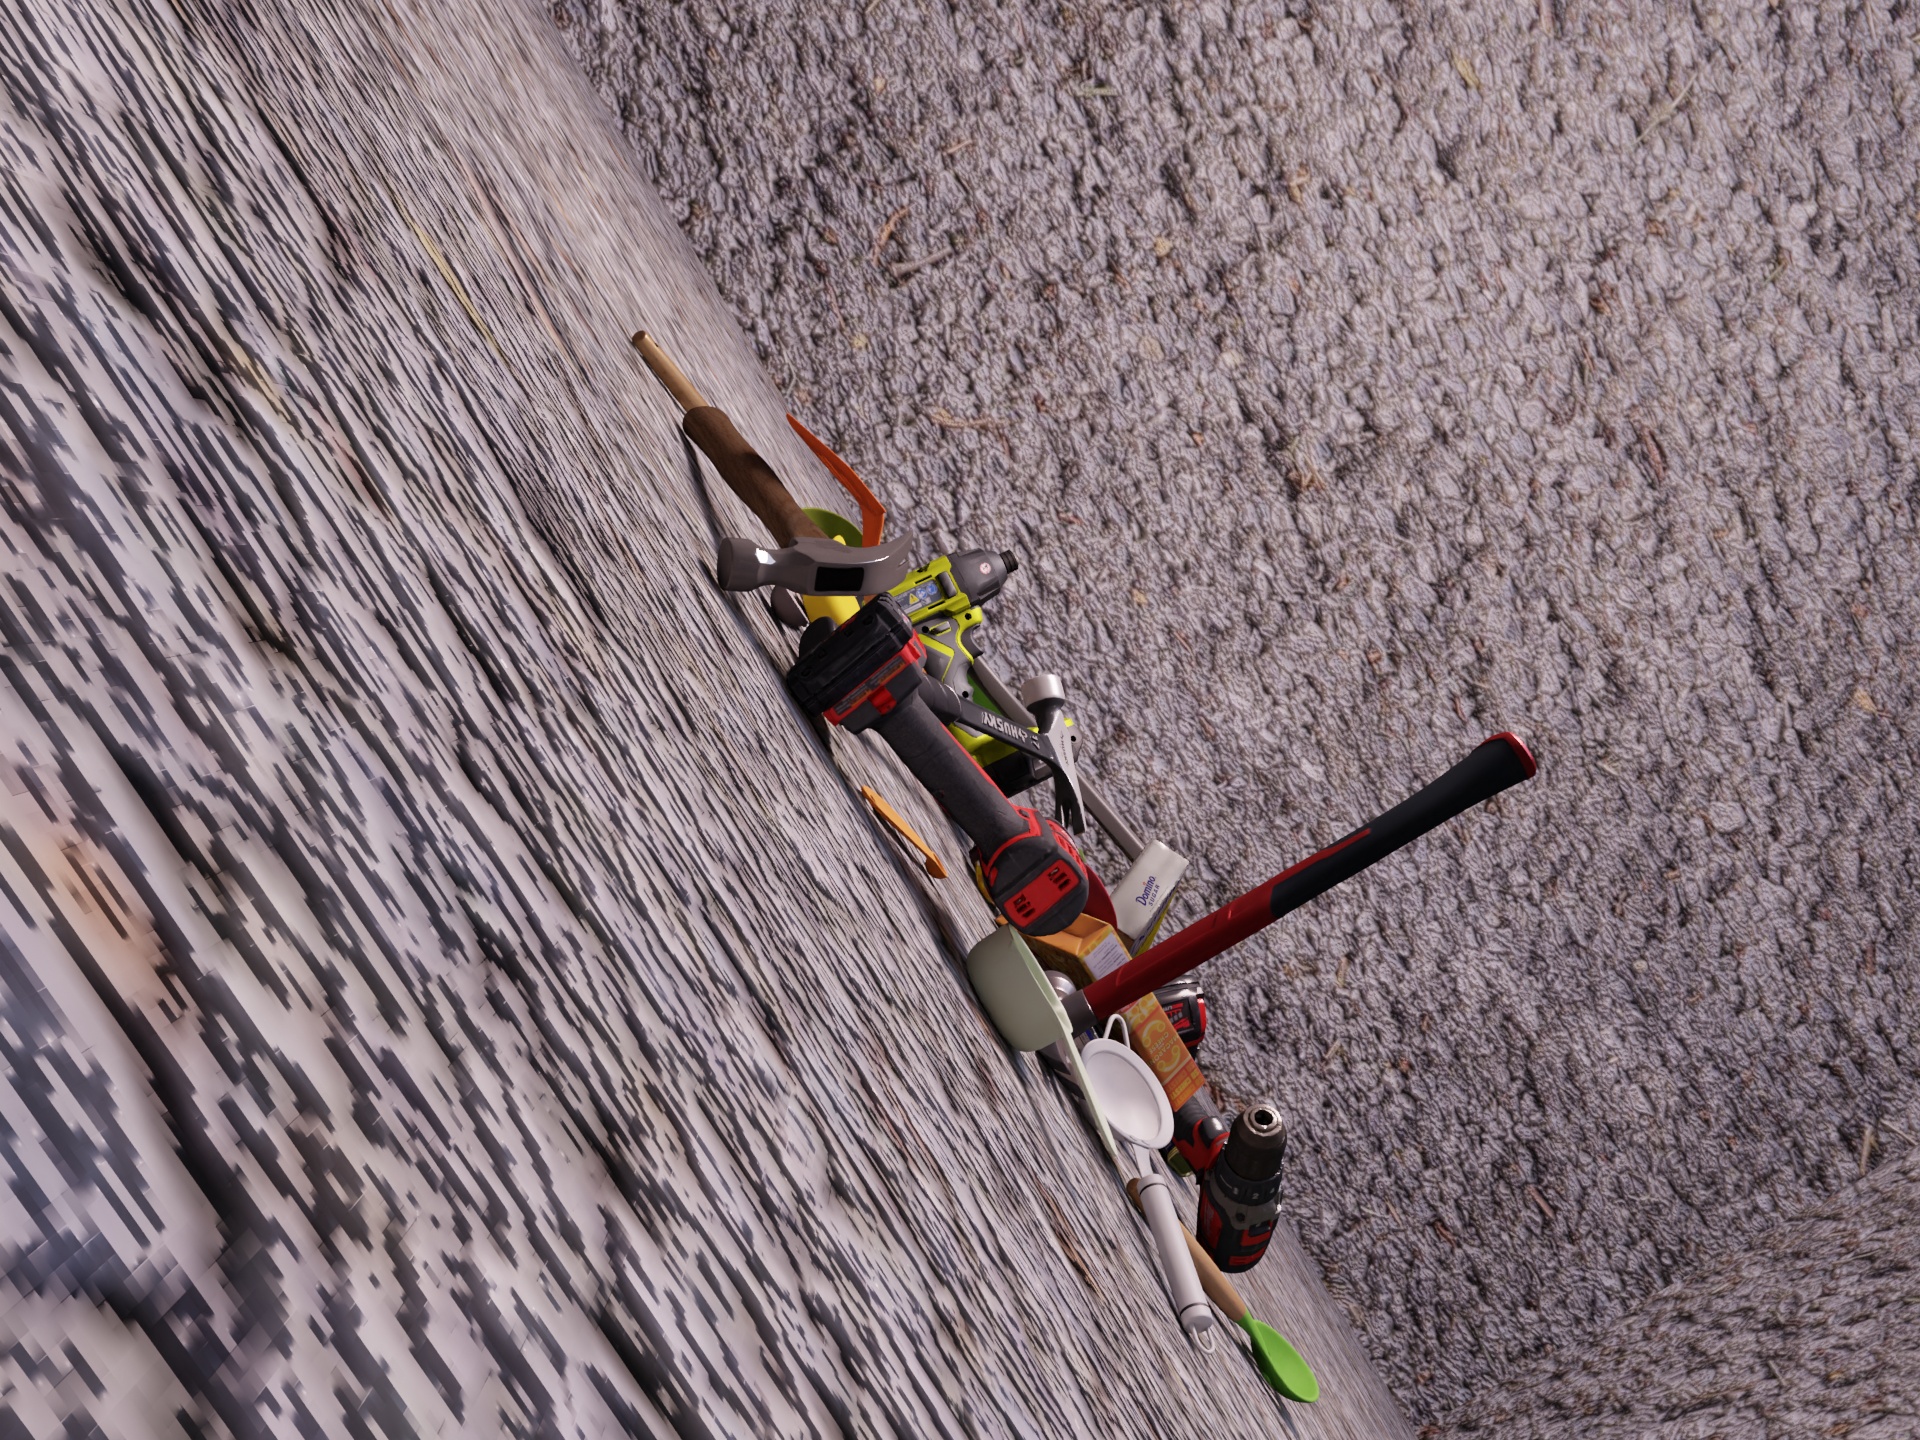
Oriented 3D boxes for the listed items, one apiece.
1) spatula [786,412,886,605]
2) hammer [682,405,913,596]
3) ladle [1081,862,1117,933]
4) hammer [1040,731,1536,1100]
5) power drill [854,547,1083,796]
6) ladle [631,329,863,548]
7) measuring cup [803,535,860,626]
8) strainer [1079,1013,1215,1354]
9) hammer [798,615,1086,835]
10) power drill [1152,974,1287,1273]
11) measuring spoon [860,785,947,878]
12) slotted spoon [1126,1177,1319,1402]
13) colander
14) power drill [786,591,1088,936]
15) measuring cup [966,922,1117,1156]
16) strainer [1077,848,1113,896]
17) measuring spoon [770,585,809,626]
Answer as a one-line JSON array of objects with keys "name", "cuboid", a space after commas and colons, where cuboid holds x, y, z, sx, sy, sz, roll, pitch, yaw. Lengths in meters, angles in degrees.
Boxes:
[{"name": "spatula", "cuboid": [-0.071, -0.091, 1.175, 0.081, 0.041, 0.322, 44, -26, 34]}, {"name": "hammer", "cuboid": [-0.128, -0.150, 1.045, 0.332, 0.130, 0.031, -130, -133, -56]}, {"name": "ladle", "cuboid": [0.089, 0.126, 1.368, 0.315, 0.031, 0.069, -121, -165, -80]}, {"name": "hammer", "cuboid": [0.220, 0.124, 1.076, 0.038, 0.386, 0.143, 59, 3, -14]}, {"name": "power drill", "cuboid": [0.012, -0.040, 1.441, 0.223, 0.171, 0.080, 64, -11, 5]}, {"name": "ladle", "cuboid": [-0.169, -0.217, 1.311, 0.319, 0.062, 0.078, 51, 12, -52]}, {"name": "measuring cup", "cuboid": [-0.097, -0.115, 1.304, 0.062, 0.029, 0.157, 58, 21, -30]}, {"name": "strainer", "cuboid": [0.122, 0.302, 1.048, 0.086, 0.050, 0.259, 28, 25, -28]}, {"name": "hammer", "cuboid": [-0.002, -0.004, 1.210, 0.408, 0.036, 0.149, 23, 51, -60]}, {"name": "power drill", "cuboid": [0.200, 0.318, 1.314, 0.227, 0.080, 0.187, -116, -159, -44]}, {"name": "measuring spoon", "cuboid": [-0.038, 0.073, 1.013, 0.116, 0.011, 0.021, 50, 8, -49]}, {"name": "slotted spoon", "cuboid": [0.191, 0.419, 1.164, 0.313, 0.031, 0.070, 55, 4, -34]}, {"name": "colander", "cuboid": [0.047, 0.040, 1.557, 0.397, 0.094, 0.204, 50, 1, 23]}, {"name": "power drill", "cuboid": [-0.006, 0.029, 0.981, 0.219, 0.078, 0.143, 50, 4, -7]}, {"name": "measuring cup", "cuboid": [0.046, 0.192, 0.928, 0.083, 0.038, 0.168, 56, 6, -44]}, {"name": "strainer", "cuboid": [0.140, 0.189, 1.550, 0.256, 0.069, 0.152, 80, -3, -55]}, {"name": "measuring spoon", "cuboid": [-0.120, -0.074, 1.107, 0.034, 0.018, 0.124, 57, -4, 0]}]
